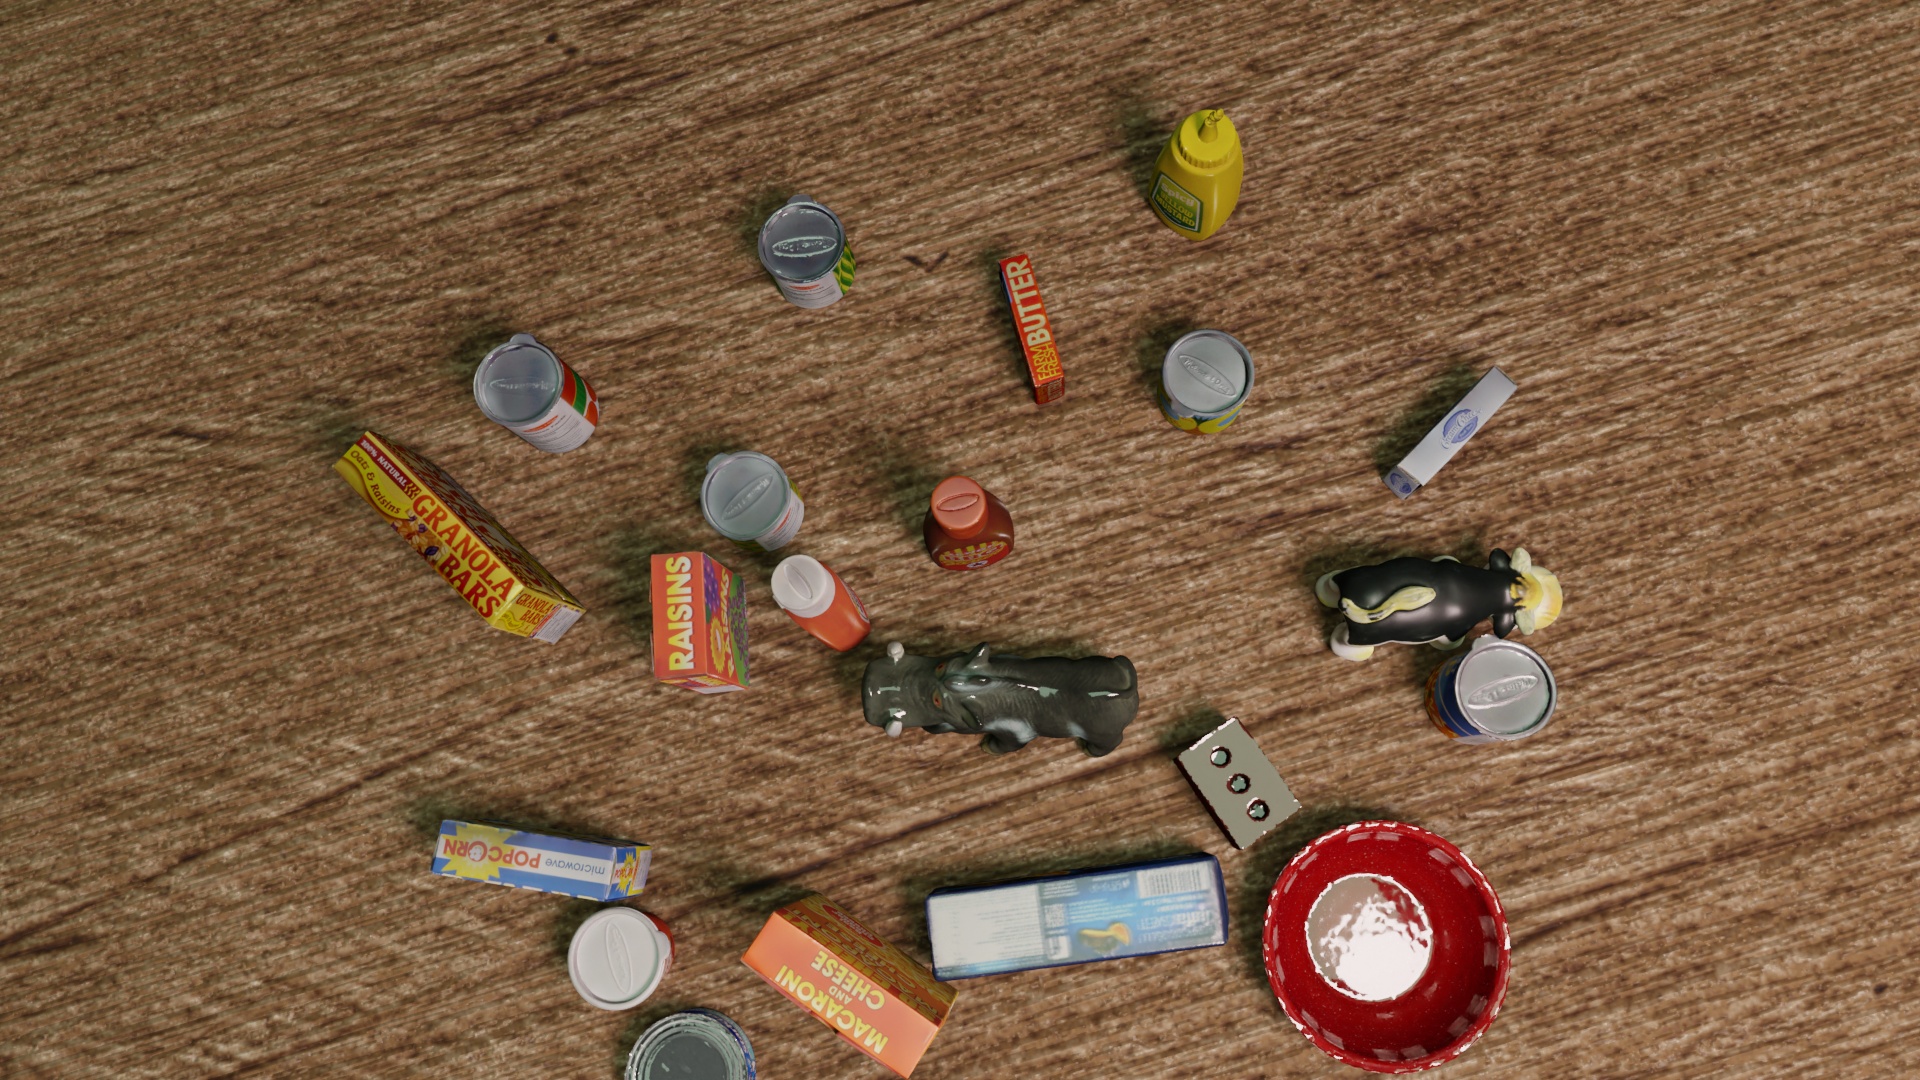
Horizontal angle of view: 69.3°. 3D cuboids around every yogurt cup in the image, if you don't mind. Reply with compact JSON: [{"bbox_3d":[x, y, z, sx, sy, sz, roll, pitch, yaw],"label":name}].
[{"bbox_3d":[-0.233,0.290,0.972,0.072,0.054,0.072,-1,79,4],"label":"yogurt cup"}]

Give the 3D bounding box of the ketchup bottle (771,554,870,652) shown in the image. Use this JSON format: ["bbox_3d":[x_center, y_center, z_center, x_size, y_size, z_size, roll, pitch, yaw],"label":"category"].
[{"bbox_3d":[-0.099,0.041,0.963,0.043,0.148,0.065,-38,79,-3],"label":"ketchup bottle"}]

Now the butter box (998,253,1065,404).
[{"bbox_3d":[0.053,-0.158,1.040,0.024,0.053,0.103,-16,78,1],"label":"butter box"}]

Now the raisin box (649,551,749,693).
[{"bbox_3d":[-0.182,0.060,0.978,0.040,0.123,0.086,-4,79,3],"label":"raisin box"}]

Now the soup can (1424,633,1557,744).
[{"bbox_3d":[0.360,0.103,0.952,0.071,0.083,0.071,-1,79,4],"label":"soup can"}]

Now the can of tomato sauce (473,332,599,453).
[{"bbox_3d":[-0.316,-0.108,1.041,0.071,0.083,0.071,-1,79,4],"label":"can of tomato sauce"}]

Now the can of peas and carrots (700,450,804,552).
[{"bbox_3d":[-0.155,-0.029,1.026,0.071,0.058,0.071,-1,79,4],"label":"can of peas and carrots"}]

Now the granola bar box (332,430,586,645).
[{"bbox_3d":[-0.357,0.000,1.001,0.166,0.124,0.039,42,85,10],"label":"granola bar box"}]

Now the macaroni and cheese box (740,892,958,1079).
[{"bbox_3d":[-0.067,0.285,0.904,0.124,0.166,0.040,32,83,9],"label":"macaroni and cheese box"}]

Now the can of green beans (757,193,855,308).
[{"bbox_3d":[-0.116,-0.217,1.061,0.071,0.057,0.071,-1,79,4],"label":"can of green beans"}]

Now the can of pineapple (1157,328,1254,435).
[{"bbox_3d":[0.177,-0.114,1.021,0.071,0.058,0.071,-1,79,4],"label":"can of pineapple"}]

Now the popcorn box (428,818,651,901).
[{"bbox_3d":[-0.291,0.223,0.973,0.127,0.085,0.038,8,80,5],"label":"popcorn box"}]

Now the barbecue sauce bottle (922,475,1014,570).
[{"bbox_3d":[0.003,-0.012,0.966,0.065,0.148,0.044,-13,79,2],"label":"barbecue sauce bottle"}]

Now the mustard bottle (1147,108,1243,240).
[{"bbox_3d":[0.171,-0.270,0.999,0.065,0.160,0.049,38,84,10],"label":"mustard bottle"}]

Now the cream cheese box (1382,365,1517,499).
[{"bbox_3d":[0.352,-0.076,1.003,0.024,0.053,0.104,44,85,10],"label":"cream cheese box"}]
